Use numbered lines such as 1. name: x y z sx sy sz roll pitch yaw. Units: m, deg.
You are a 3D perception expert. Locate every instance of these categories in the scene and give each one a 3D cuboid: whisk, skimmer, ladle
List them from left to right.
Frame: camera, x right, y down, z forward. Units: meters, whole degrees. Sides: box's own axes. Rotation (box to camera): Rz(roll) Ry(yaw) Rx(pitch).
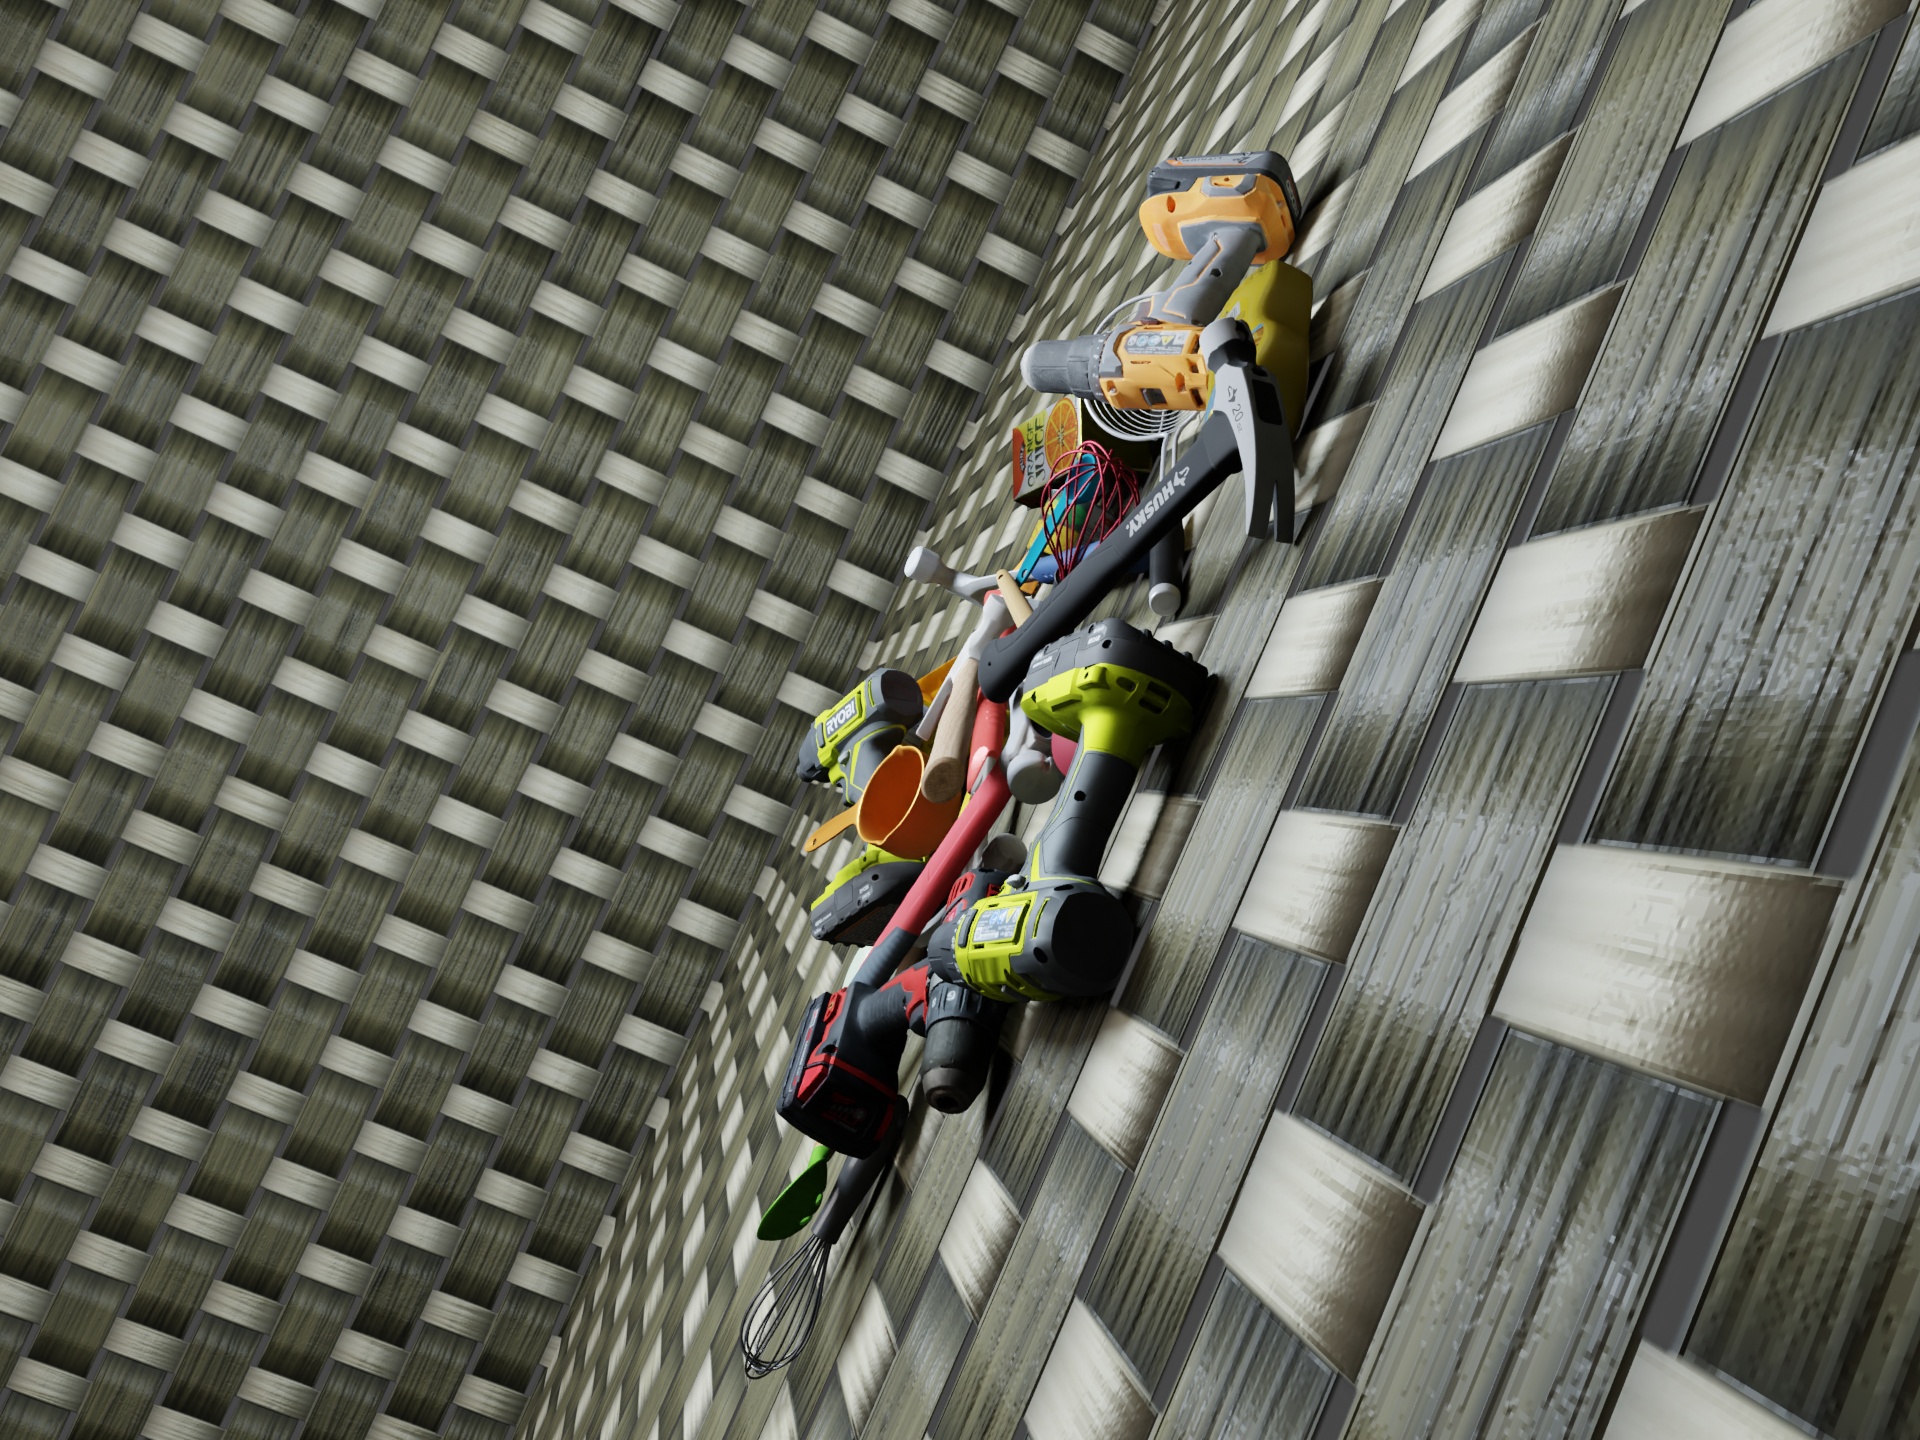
1. whisk: -0.101 0.391 1.207 0.239 0.055 0.055 -61 9 -3
2. ladle: 0.066 -0.048 1.193 0.069 0.031 0.316 -45 28 13
3. whisk: 0.087 -0.119 1.221 0.295 0.073 0.073 100 -170 -66
4. skimmer: 0.146 -0.214 1.237 0.127 0.090 0.364 -24 31 25

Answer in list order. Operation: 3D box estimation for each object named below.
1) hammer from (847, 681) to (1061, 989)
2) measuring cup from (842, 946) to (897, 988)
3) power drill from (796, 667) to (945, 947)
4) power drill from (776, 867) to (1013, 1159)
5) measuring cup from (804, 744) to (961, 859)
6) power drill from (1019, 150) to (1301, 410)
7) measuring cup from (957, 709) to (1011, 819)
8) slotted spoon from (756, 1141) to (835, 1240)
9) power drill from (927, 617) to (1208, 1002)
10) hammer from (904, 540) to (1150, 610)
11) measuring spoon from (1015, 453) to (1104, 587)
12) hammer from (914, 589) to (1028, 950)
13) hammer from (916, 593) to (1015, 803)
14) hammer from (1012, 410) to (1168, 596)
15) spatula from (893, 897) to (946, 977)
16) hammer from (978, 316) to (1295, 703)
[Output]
1. hammer: -0.035 0.140 1.250 0.386 0.038 0.143 -57 18 26
2. measuring cup: -0.069 0.206 1.517 0.083 0.038 0.167 -101 35 -75
3. power drill: -0.090 0.086 1.450 0.171 0.080 0.223 -38 50 42
4. power drill: -0.037 0.225 1.116 0.226 0.080 0.188 -45 20 37
5. measuring cup: -0.065 0.087 1.338 0.173 0.052 0.095 -32 39 44
6. power drill: 0.159 -0.340 1.260 0.084 0.185 0.226 51 -126 -50
7. measuring cup: 0.022 0.063 1.421 0.062 0.029 0.157 138 153 -69
8. slotted spoon: -0.103 0.331 1.255 0.070 0.031 0.314 -56 -2 10
9. power drill: 0.058 0.065 0.982 0.190 0.080 0.229 -22 44 63
10. hammer: 0.074 -0.130 1.426 0.035 0.144 0.405 -68 18 -7
11. measuring spoon: 0.083 -0.158 1.299 0.128 0.021 0.042 -59 27 23
12. hammer: 0.019 0.024 1.366 0.149 0.036 0.359 -50 23 41
13. hammer: -0.002 -0.004 1.235 0.130 0.031 0.331 -61 5 17
14. hammer: 0.127 -0.241 1.598 0.336 0.034 0.127 125 166 -49
15. spatula: -0.012 0.134 1.452 0.059 0.018 0.316 125 168 -68
16. hammer: 0.104 -0.104 1.059 0.334 0.035 0.146 -45 47 47
